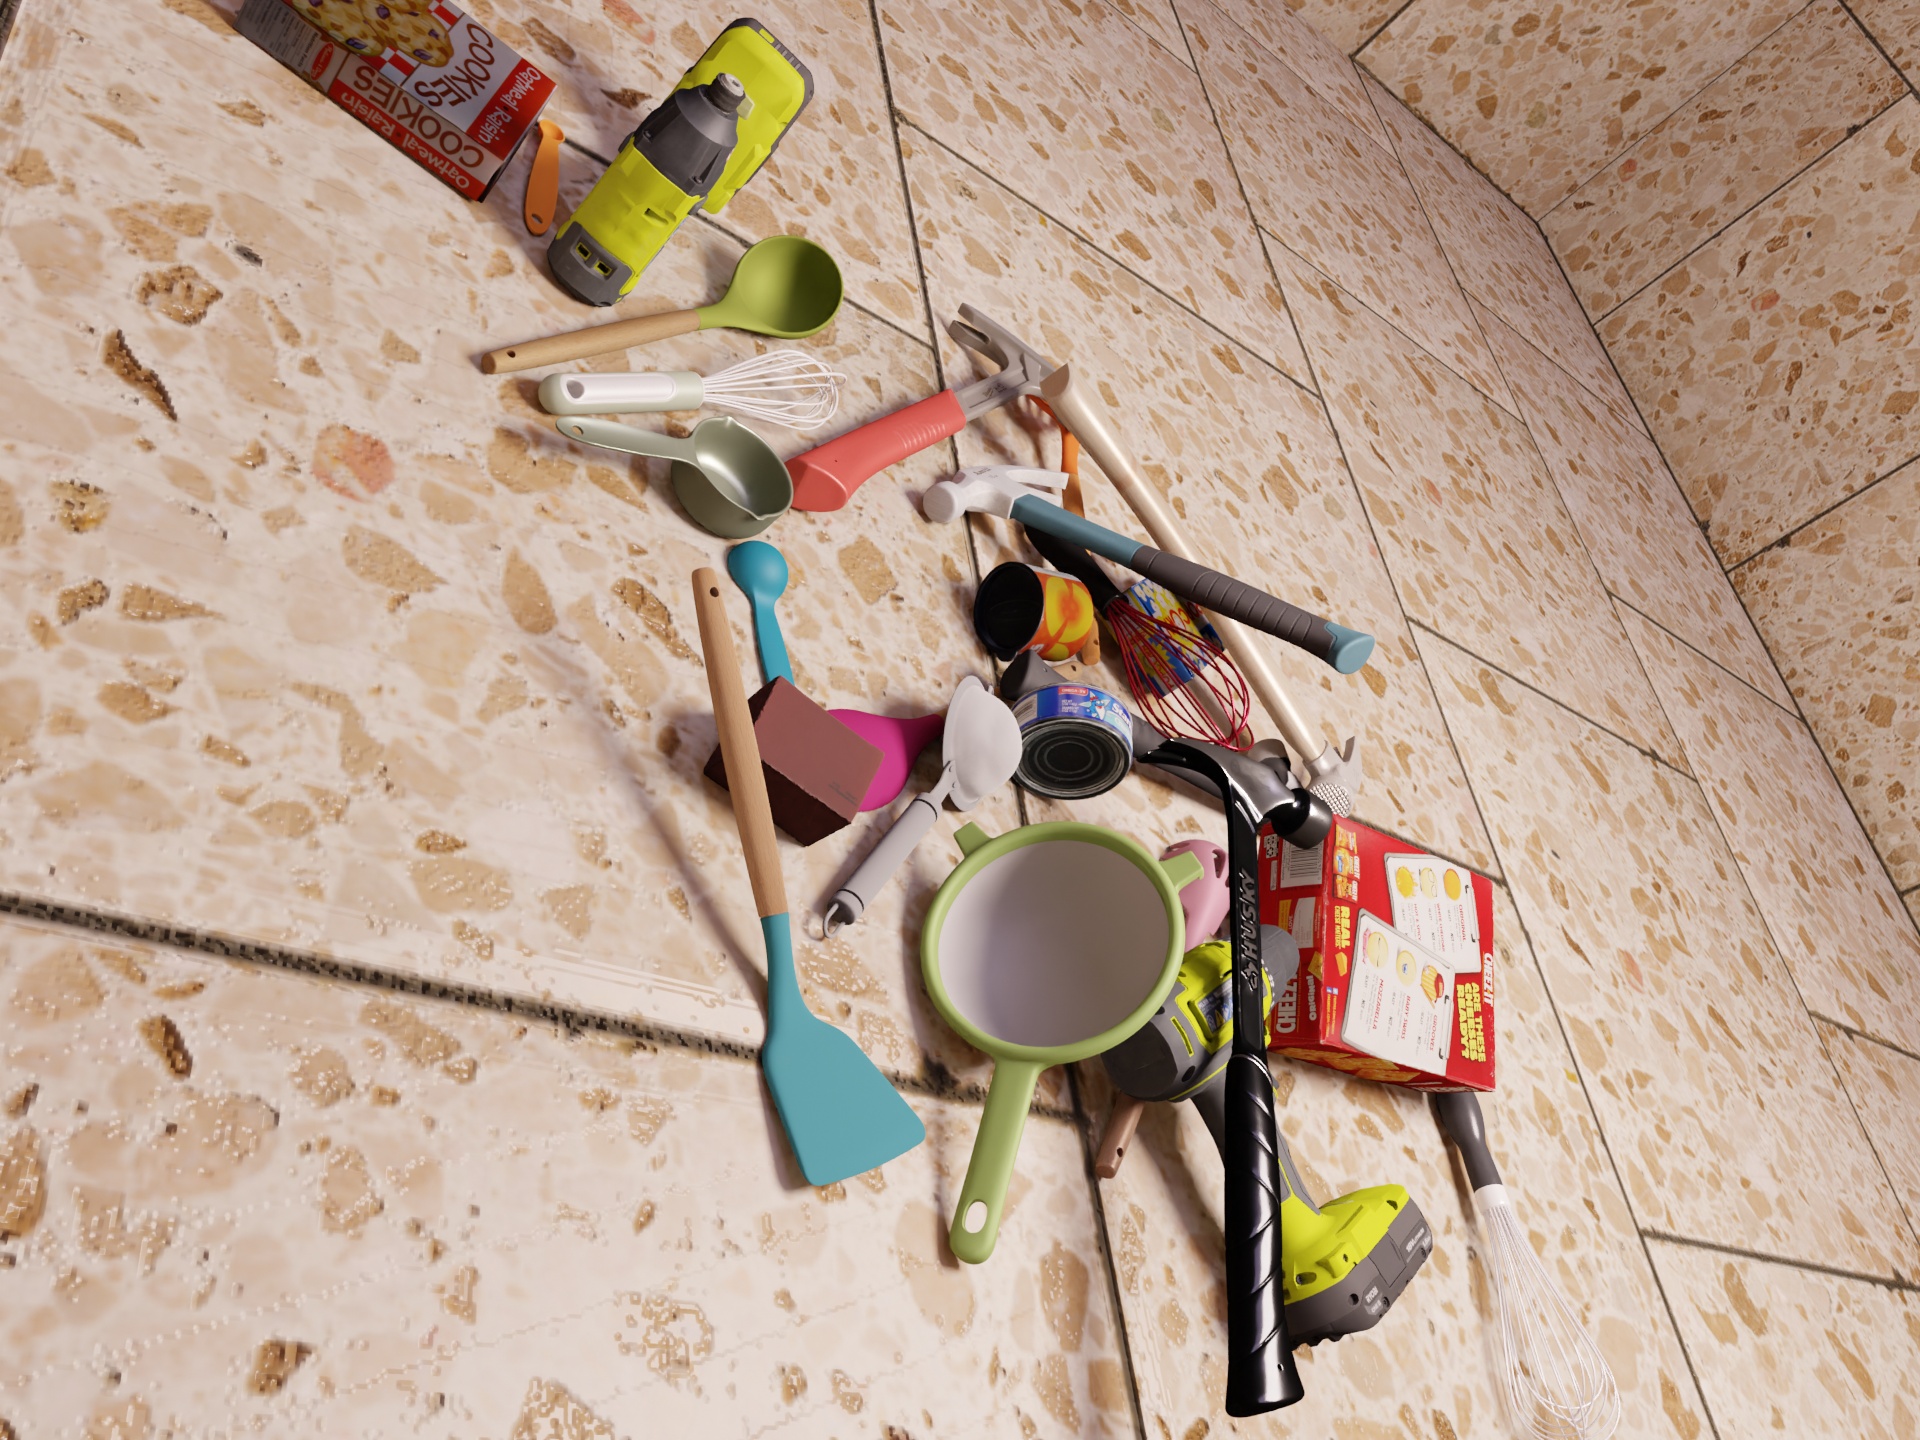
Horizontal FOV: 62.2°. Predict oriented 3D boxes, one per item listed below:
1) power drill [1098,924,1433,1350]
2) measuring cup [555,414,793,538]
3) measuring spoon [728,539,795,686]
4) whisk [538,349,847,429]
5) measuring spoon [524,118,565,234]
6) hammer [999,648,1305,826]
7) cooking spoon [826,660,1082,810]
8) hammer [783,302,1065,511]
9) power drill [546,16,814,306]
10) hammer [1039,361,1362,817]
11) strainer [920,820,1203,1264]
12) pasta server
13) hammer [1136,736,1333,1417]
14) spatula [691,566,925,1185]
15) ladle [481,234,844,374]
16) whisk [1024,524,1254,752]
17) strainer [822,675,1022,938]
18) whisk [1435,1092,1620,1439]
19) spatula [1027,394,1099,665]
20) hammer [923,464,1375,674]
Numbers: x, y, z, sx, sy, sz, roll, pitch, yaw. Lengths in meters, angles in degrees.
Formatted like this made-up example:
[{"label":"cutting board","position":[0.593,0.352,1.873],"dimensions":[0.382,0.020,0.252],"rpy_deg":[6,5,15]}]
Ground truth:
[{"label":"power drill","position":[0.194,0.243,0.978],"dimensions":[0.190,0.080,0.228],"rpy_deg":[-20,81,-51]},{"label":"measuring cup","position":[-0.178,-0.153,0.968],"dimensions":[0.167,0.038,0.083],"rpy_deg":[7,54,-43]},{"label":"measuring spoon","position":[-0.112,-0.061,0.972],"dimensions":[0.042,0.021,0.129],"rpy_deg":[14,48,-41]},{"label":"whisk","position":[-0.167,-0.213,1.027],"dimensions":[0.246,0.059,0.058],"rpy_deg":[-15,89,-48]},{"label":"measuring spoon","position":[-0.280,-0.362,1.064],"dimensions":[0.021,0.011,0.117],"rpy_deg":[25,46,-35]},{"label":"hammer","position":[0.154,0.029,1.164],"dimensions":[0.334,0.035,0.146],"rpy_deg":[25,39,-38]},{"label":"cooking spoon","position":[-0.002,-0.003,1.051],"dimensions":[0.319,0.017,0.069],"rpy_deg":[-22,79,-54]},{"label":"hammer","position":[-0.029,-0.231,1.193],"dimensions":[0.149,0.036,0.359],"rpy_deg":[39,37,10]},{"label":"power drill","position":[-0.177,-0.382,1.060],"dimensions":[0.080,0.171,0.223],"rpy_deg":[40,33,-17]},{"label":"hammer","position":[0.196,-0.110,1.272],"dimensions":[0.410,0.038,0.146],"rpy_deg":[55,24,-6]},{"label":"strainer","position":[0.043,0.181,0.890],"dimensions":[0.069,0.151,0.256],"rpy_deg":[67,35,-54]},{"label":"pasta server","position":[0.134,0.178,1.041],"dimensions":[0.060,0.040,0.316],"rpy_deg":[45,39,-10]},{"label":"hammer","position":[0.162,0.182,0.904],"dimensions":[0.149,0.036,0.409],"rpy_deg":[29,46,-26]},{"label":"spatula","position":[-0.093,0.073,0.816],"dimensions":[0.082,0.044,0.317],"rpy_deg":[-9,84,-45]},{"label":"ladle","position":[-0.187,-0.267,1.045],"dimensions":[0.078,0.062,0.320],"rpy_deg":[53,37,2]},{"label":"whisk","position":[0.123,-0.072,1.164],"dimensions":[0.073,0.073,0.296],"rpy_deg":[14,29,-42]},{"label":"strainer","position":[-0.015,0.050,0.959],"dimensions":[0.258,0.050,0.086],"rpy_deg":[-50,137,-47]},{"label":"whisk","position":[0.390,0.373,1.135],"dimensions":[0.070,0.070,0.285],"rpy_deg":[26,37,-33]},{"label":"spatula","position":[0.086,-0.174,1.302],"dimensions":[0.081,0.041,0.323],"rpy_deg":[23,48,-34]},{"label":"hammer","position":[0.141,-0.113,1.159],"dimensions":[0.331,0.033,0.128],"rpy_deg":[27,29,19]}]
